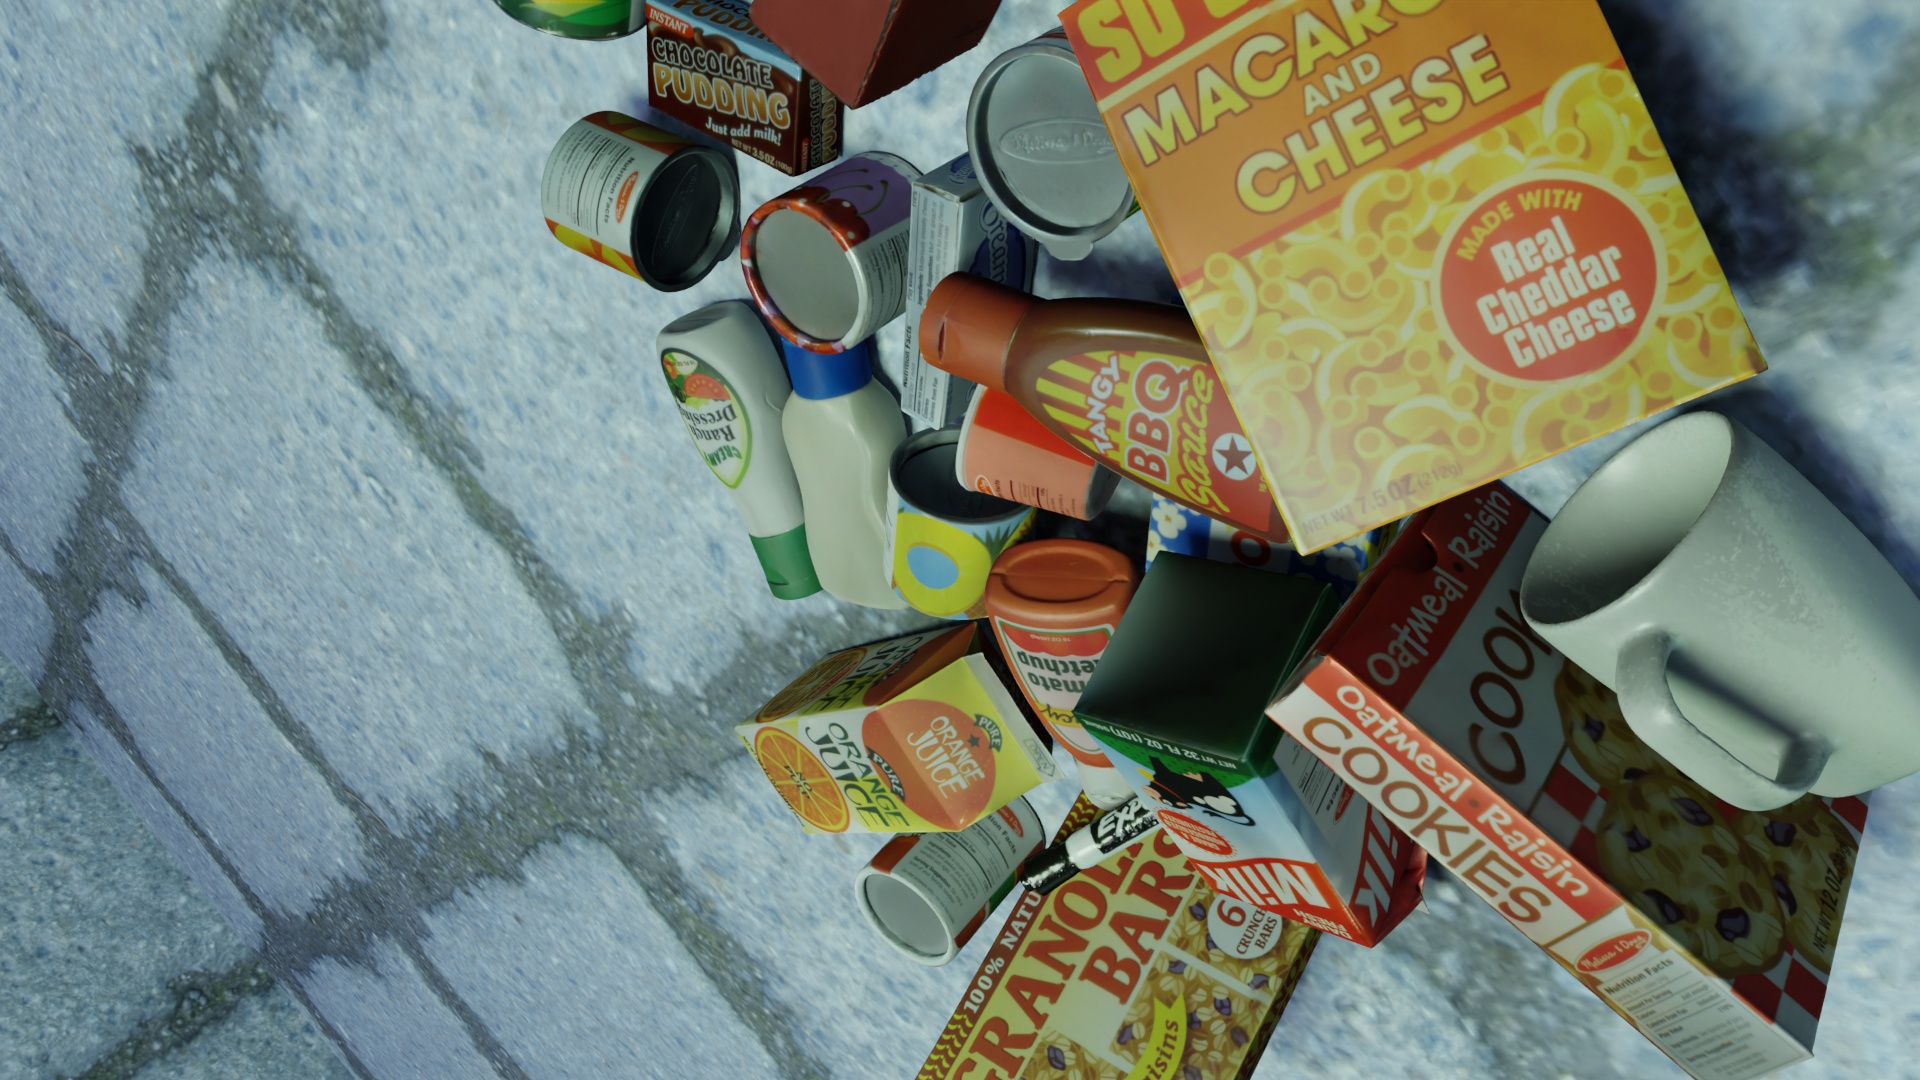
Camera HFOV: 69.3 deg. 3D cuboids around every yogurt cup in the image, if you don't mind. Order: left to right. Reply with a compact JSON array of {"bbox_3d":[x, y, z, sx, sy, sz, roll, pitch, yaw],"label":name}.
[{"bbox_3d":[0.037,-0.042,0.543,0.054,0.073,0.072,23,134,16],"label":"yogurt cup"}]

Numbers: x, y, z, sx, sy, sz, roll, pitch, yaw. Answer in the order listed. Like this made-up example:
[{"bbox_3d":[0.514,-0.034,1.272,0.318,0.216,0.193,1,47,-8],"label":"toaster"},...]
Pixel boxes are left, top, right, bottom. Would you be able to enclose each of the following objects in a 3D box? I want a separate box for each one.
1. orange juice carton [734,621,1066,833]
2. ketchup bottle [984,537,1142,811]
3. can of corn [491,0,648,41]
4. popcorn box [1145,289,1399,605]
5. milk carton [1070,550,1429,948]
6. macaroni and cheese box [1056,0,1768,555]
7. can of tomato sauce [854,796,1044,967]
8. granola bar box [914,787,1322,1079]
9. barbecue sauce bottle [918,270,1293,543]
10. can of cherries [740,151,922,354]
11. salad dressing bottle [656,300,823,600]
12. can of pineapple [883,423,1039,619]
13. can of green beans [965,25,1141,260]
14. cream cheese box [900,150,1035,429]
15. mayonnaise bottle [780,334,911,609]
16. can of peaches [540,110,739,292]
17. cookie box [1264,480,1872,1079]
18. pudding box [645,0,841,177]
[{"bbox_3d":[-0.026,0.094,0.684,0.192,0.073,0.071,-17,108,53],"label":"orange juice carton"},{"bbox_3d":[0.057,0.062,0.599,0.065,0.044,0.148,3,139,23],"label":"ketchup bottle"},{"bbox_3d":[-0.156,-0.243,0.554,0.071,0.071,0.058,37,137,14],"label":"can of corn"},{"bbox_3d":[0.116,-0.030,0.500,0.085,0.038,0.126,22,133,27],"label":"popcorn box"},{"bbox_3d":[0.124,0.092,0.532,0.072,0.074,0.190,10,150,42],"label":"milk carton"},{"bbox_3d":[0.117,-0.096,0.377,0.123,0.040,0.166,-25,89,24],"label":"macaroni and cheese box"},{"bbox_3d":[-0.006,0.172,0.732,0.071,0.083,0.070,23,133,27],"label":"can of tomato sauce"},{"bbox_3d":[0.074,0.206,0.624,0.124,0.166,0.039,23,158,28],"label":"granola bar box"},{"bbox_3d":[0.055,-0.053,0.470,0.149,0.044,0.064,25,128,27],"label":"barbecue sauce bottle"},{"bbox_3d":[-0.048,-0.117,0.564,0.071,0.059,0.071,23,134,27],"label":"can of cherries"},{"bbox_3d":[-0.100,-0.041,0.681,0.064,0.044,0.147,4,123,42],"label":"salad dressing bottle"},{"bbox_3d":[0.002,-0.008,0.599,0.071,0.071,0.057,28,136,23],"label":"can of pineapple"},{"bbox_3d":[0.045,-0.140,0.463,0.071,0.058,0.071,23,133,27],"label":"can of green beans"},{"bbox_3d":[0.004,-0.098,0.536,0.024,0.053,0.103,29,136,25],"label":"cream cheese box"},{"bbox_3d":[-0.051,-0.040,0.641,0.065,0.041,0.147,13,127,34],"label":"mayonnaise bottle"},{"bbox_3d":[-0.141,-0.150,0.618,0.058,0.071,0.070,27,135,24],"label":"can of peaches"},{"bbox_3d":[0.194,0.064,0.436,0.167,0.123,0.040,41,138,10],"label":"cookie box"},{"bbox_3d":[-0.088,-0.189,0.566,0.084,0.030,0.049,31,136,21],"label":"pudding box"}]
